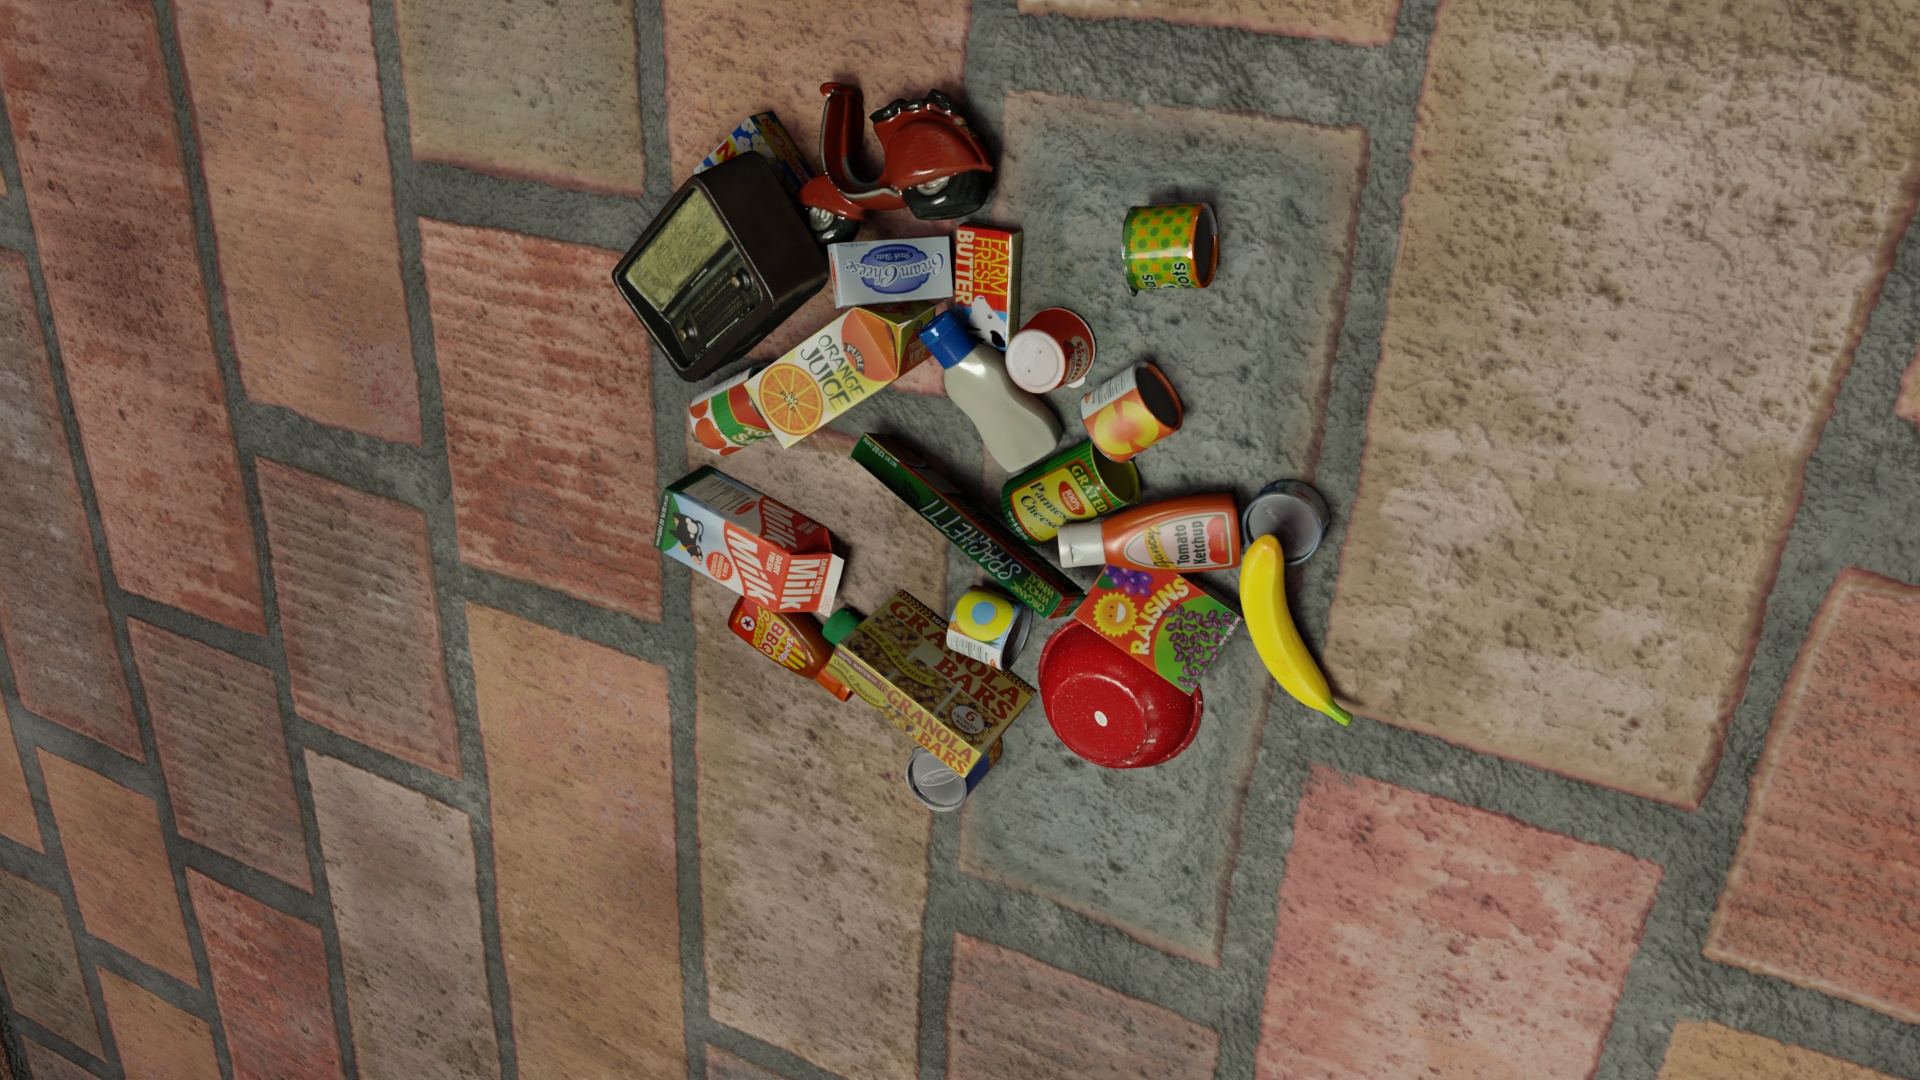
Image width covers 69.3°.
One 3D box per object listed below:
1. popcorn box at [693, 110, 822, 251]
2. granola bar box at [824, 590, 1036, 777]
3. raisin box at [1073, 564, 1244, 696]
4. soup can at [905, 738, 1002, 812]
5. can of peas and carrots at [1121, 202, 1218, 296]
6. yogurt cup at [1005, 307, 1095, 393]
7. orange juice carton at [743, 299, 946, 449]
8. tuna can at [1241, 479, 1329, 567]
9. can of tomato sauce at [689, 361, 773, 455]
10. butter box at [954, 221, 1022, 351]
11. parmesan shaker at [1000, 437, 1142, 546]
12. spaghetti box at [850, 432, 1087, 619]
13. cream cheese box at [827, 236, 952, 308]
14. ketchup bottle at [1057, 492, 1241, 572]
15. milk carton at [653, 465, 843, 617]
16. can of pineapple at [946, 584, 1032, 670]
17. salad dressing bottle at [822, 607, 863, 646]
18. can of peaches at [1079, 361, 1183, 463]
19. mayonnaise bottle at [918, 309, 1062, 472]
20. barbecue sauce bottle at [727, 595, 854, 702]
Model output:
[{"bbox_3d":[-0.169,-0.304,1.239,0.085,0.038,0.126,-31,95,36],"label":"popcorn box"},{"bbox_3d":[-0.027,0.132,1.304,0.166,0.125,0.038,37,124,9],"label":"granola bar box"},{"bbox_3d":[0.173,0.063,1.205,0.123,0.040,0.086,34,105,11],"label":"raisin box"},{"bbox_3d":[-0.007,0.212,1.353,0.071,0.084,0.071,11,116,24],"label":"soup can"},{"bbox_3d":[0.163,-0.225,1.077,0.059,0.071,0.070,3,113,27],"label":"can of peas and carrots"},{"bbox_3d":[0.073,-0.157,1.165,0.072,0.054,0.072,11,116,24],"label":"yogurt cup"},{"bbox_3d":[-0.096,-0.162,1.243,0.192,0.072,0.073,-28,98,35],"label":"orange juice carton"},{"bbox_3d":[0.265,-0.013,1.138,0.071,0.033,0.070,11,116,24],"label":"tuna can"},{"bbox_3d":[-0.206,-0.122,1.322,0.083,0.071,0.071,-20,101,34],"label":"can of tomato sauce"},{"bbox_3d":[0.023,-0.217,1.183,0.053,0.024,0.103,12,117,23],"label":"butter box"},{"bbox_3d":[0.095,-0.040,1.198,0.102,0.071,0.071,-27,97,34],"label":"parmesan shaker"},{"bbox_3d":[0.004,-0.015,1.232,0.250,0.050,0.028,40,109,23],"label":"spaghetti box"},{"bbox_3d":[-0.058,-0.228,1.175,0.024,0.104,0.053,-165,68,-65],"label":"cream cheese box"},{"bbox_3d":[0.157,-0.002,1.160,0.149,0.044,0.064,-6,116,8],"label":"ketchup bottle"},{"bbox_3d":[-0.202,0.006,1.373,0.191,0.074,0.072,26,122,15],"label":"milk carton"},{"bbox_3d":[0.028,0.079,1.288,0.058,0.071,0.070,21,120,19],"label":"can of pineapple"},{"bbox_3d":[-0.071,0.124,1.366,0.148,0.064,0.044,38,109,18],"label":"salad dressing bottle"},{"bbox_3d":[0.143,-0.104,1.144,0.058,0.071,0.071,-32,94,34],"label":"can of peaches"},{"bbox_3d":[0.023,-0.130,1.193,0.064,0.041,0.148,-28,110,33],"label":"mayonnaise bottle"},{"bbox_3d":[-0.165,0.106,1.416,0.148,0.044,0.064,36,123,9],"label":"barbecue sauce bottle"}]
